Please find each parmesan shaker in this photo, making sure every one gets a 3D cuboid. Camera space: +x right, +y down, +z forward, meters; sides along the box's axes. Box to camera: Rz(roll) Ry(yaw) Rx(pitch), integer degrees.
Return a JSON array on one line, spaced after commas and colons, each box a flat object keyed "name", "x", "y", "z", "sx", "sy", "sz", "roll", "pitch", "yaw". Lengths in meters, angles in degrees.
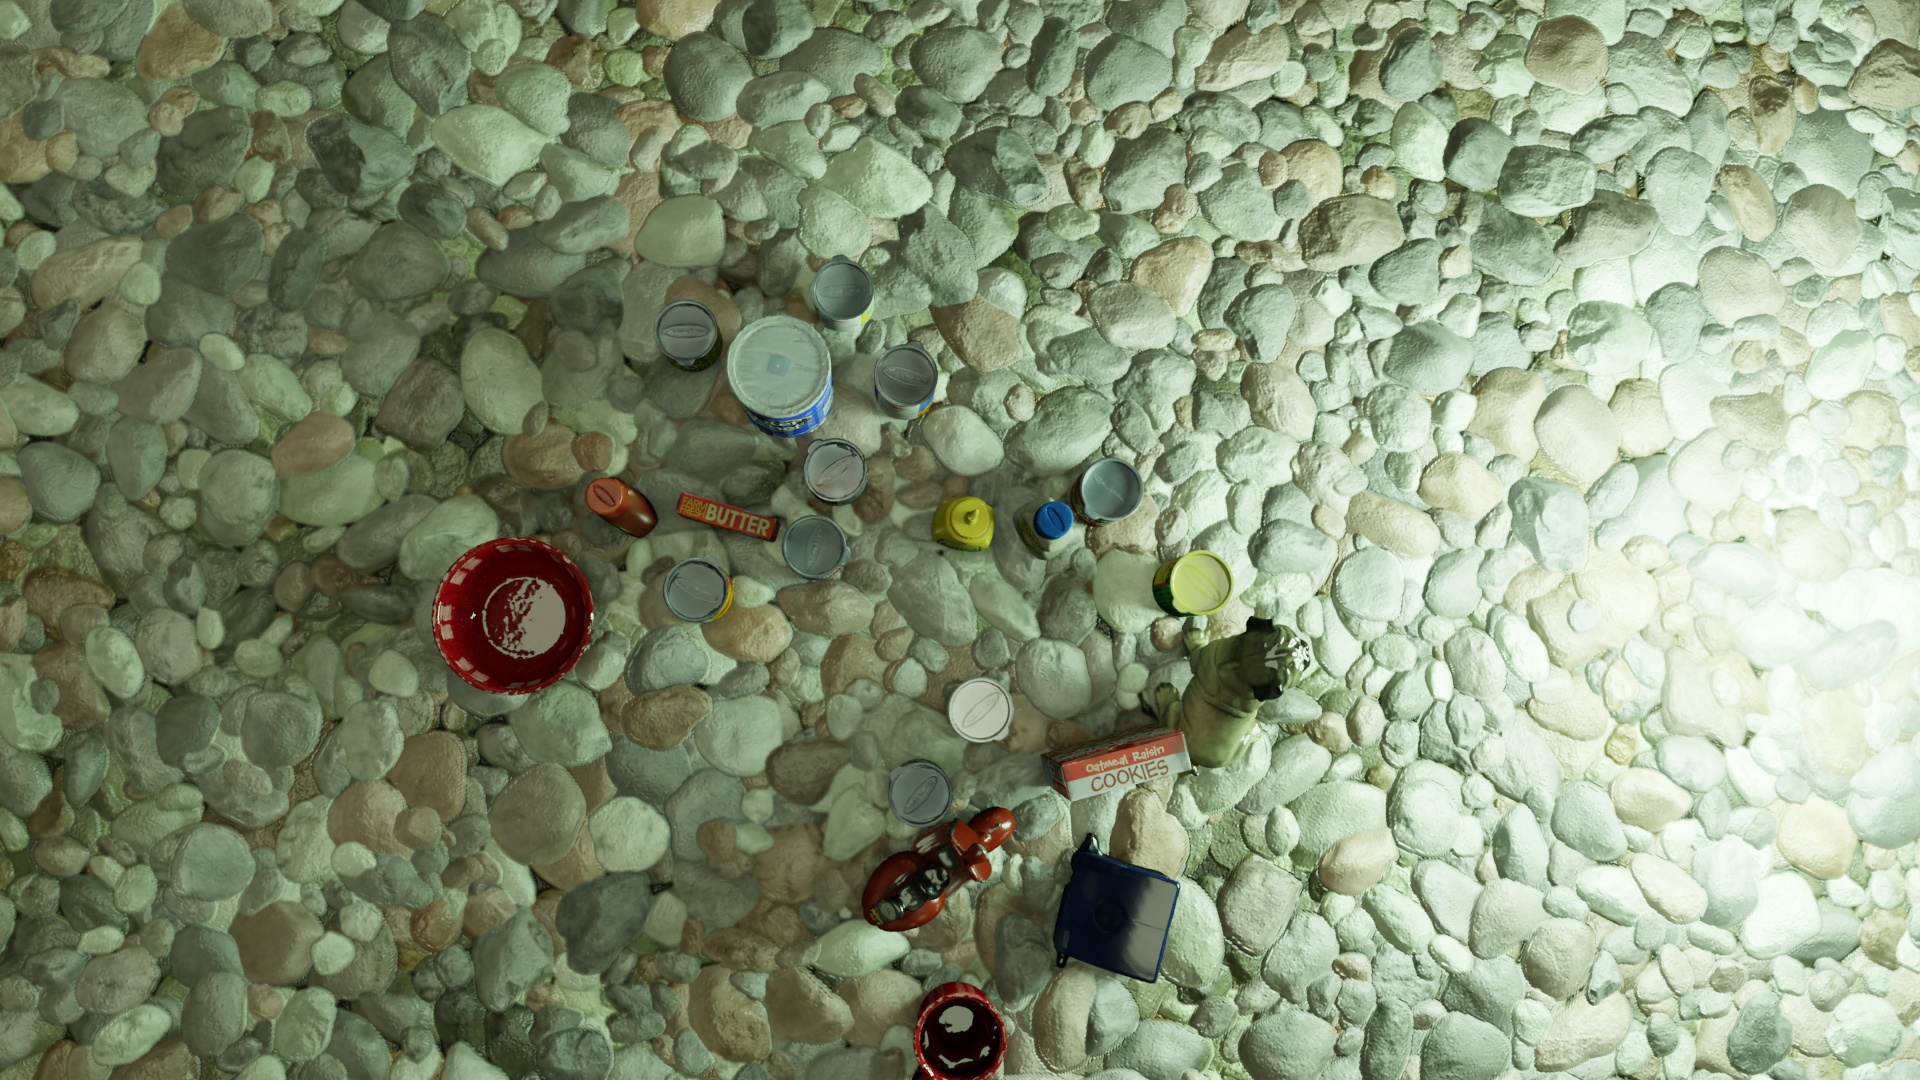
[{"name": "parmesan shaker", "x": 0.240, "y": 0.049, "z": 1.455, "sx": 0.071, "sy": 0.103, "sz": 0.071, "roll": 0, "pitch": 85, "yaw": -3}]

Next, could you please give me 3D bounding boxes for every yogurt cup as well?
[{"name": "yogurt cup", "x": 0.019, "y": 0.176, "z": 1.453, "sx": 0.072, "sy": 0.054, "sz": 0.072, "roll": 0, "pitch": 85, "yaw": -4}]

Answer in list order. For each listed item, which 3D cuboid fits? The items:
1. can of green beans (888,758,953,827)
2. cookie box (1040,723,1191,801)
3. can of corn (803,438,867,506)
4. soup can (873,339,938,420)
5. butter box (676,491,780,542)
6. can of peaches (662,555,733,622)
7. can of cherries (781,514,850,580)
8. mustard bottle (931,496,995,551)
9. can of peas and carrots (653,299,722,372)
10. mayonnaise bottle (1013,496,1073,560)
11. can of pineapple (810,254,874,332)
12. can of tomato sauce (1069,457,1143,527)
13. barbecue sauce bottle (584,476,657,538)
[{"name": "can of green beans", "x": -0.042, "y": 0.261, "z": 1.439, "sx": 0.071, "sy": 0.058, "sz": 0.071, "roll": 0, "pitch": 85, "yaw": -3}, {"name": "cookie box", "x": 0.153, "y": 0.221, "z": 1.400, "sx": 0.123, "sy": 0.167, "sz": 0.040, "roll": -15, "pitch": 86, "yaw": -5}, {"name": "can of corn", "x": -0.133, "y": -0.073, "z": 1.466, "sx": 0.071, "sy": 0.058, "sz": 0.071, "roll": 0, "pitch": 85, "yaw": -3}, {"name": "soup can", "x": -0.057, "y": -0.168, "z": 1.467, "sx": 0.071, "sy": 0.083, "sz": 0.071, "roll": 0, "pitch": 85, "yaw": -3}, {"name": "butter box", "x": -0.243, "y": -0.024, "z": 1.457, "sx": 0.103, "sy": 0.053, "sz": 0.024, "roll": 16, "pitch": 84, "yaw": -2}, {"name": "can of peaches", "x": -0.271, "y": 0.051, "z": 1.445, "sx": 0.071, "sy": 0.058, "sz": 0.071, "roll": 0, "pitch": 85, "yaw": -3}, {"name": "can of cherries", "x": -0.150, "y": 0.010, "z": 1.456, "sx": 0.071, "sy": 0.058, "sz": 0.071, "roll": 0, "pitch": 85, "yaw": -3}, {"name": "mustard bottle", "x": 0.005, "y": -0.018, "z": 1.418, "sx": 0.065, "sy": 0.160, "sz": 0.049, "roll": 11, "pitch": 85, "yaw": -2}, {"name": "can of peas and carrots", "x": -0.287, "y": -0.213, "z": 1.469, "sx": 0.071, "sy": 0.058, "sz": 0.071, "roll": 0, "pitch": 85, "yaw": -3}, {"name": "mayonnaise bottle", "x": 0.088, "y": -0.015, "z": 1.429, "sx": 0.041, "sy": 0.148, "sz": 0.065, "roll": -33, "pitch": 88, "yaw": -6}, {"name": "can of pineapple", "x": -0.125, "y": -0.263, "z": 1.485, "sx": 0.071, "sy": 0.058, "sz": 0.071, "roll": 0, "pitch": 85, "yaw": -3}, {"name": "can of tomato sauce", "x": 0.152, "y": -0.048, "z": 1.469, "sx": 0.071, "sy": 0.083, "sz": 0.071, "roll": 0, "pitch": 85, "yaw": -3}, {"name": "barbecue sauce bottle", "x": -0.346, "y": -0.037, "z": 1.403, "sx": 0.065, "sy": 0.148, "sz": 0.044, "roll": 44, "pitch": 84, "yaw": 1}]
